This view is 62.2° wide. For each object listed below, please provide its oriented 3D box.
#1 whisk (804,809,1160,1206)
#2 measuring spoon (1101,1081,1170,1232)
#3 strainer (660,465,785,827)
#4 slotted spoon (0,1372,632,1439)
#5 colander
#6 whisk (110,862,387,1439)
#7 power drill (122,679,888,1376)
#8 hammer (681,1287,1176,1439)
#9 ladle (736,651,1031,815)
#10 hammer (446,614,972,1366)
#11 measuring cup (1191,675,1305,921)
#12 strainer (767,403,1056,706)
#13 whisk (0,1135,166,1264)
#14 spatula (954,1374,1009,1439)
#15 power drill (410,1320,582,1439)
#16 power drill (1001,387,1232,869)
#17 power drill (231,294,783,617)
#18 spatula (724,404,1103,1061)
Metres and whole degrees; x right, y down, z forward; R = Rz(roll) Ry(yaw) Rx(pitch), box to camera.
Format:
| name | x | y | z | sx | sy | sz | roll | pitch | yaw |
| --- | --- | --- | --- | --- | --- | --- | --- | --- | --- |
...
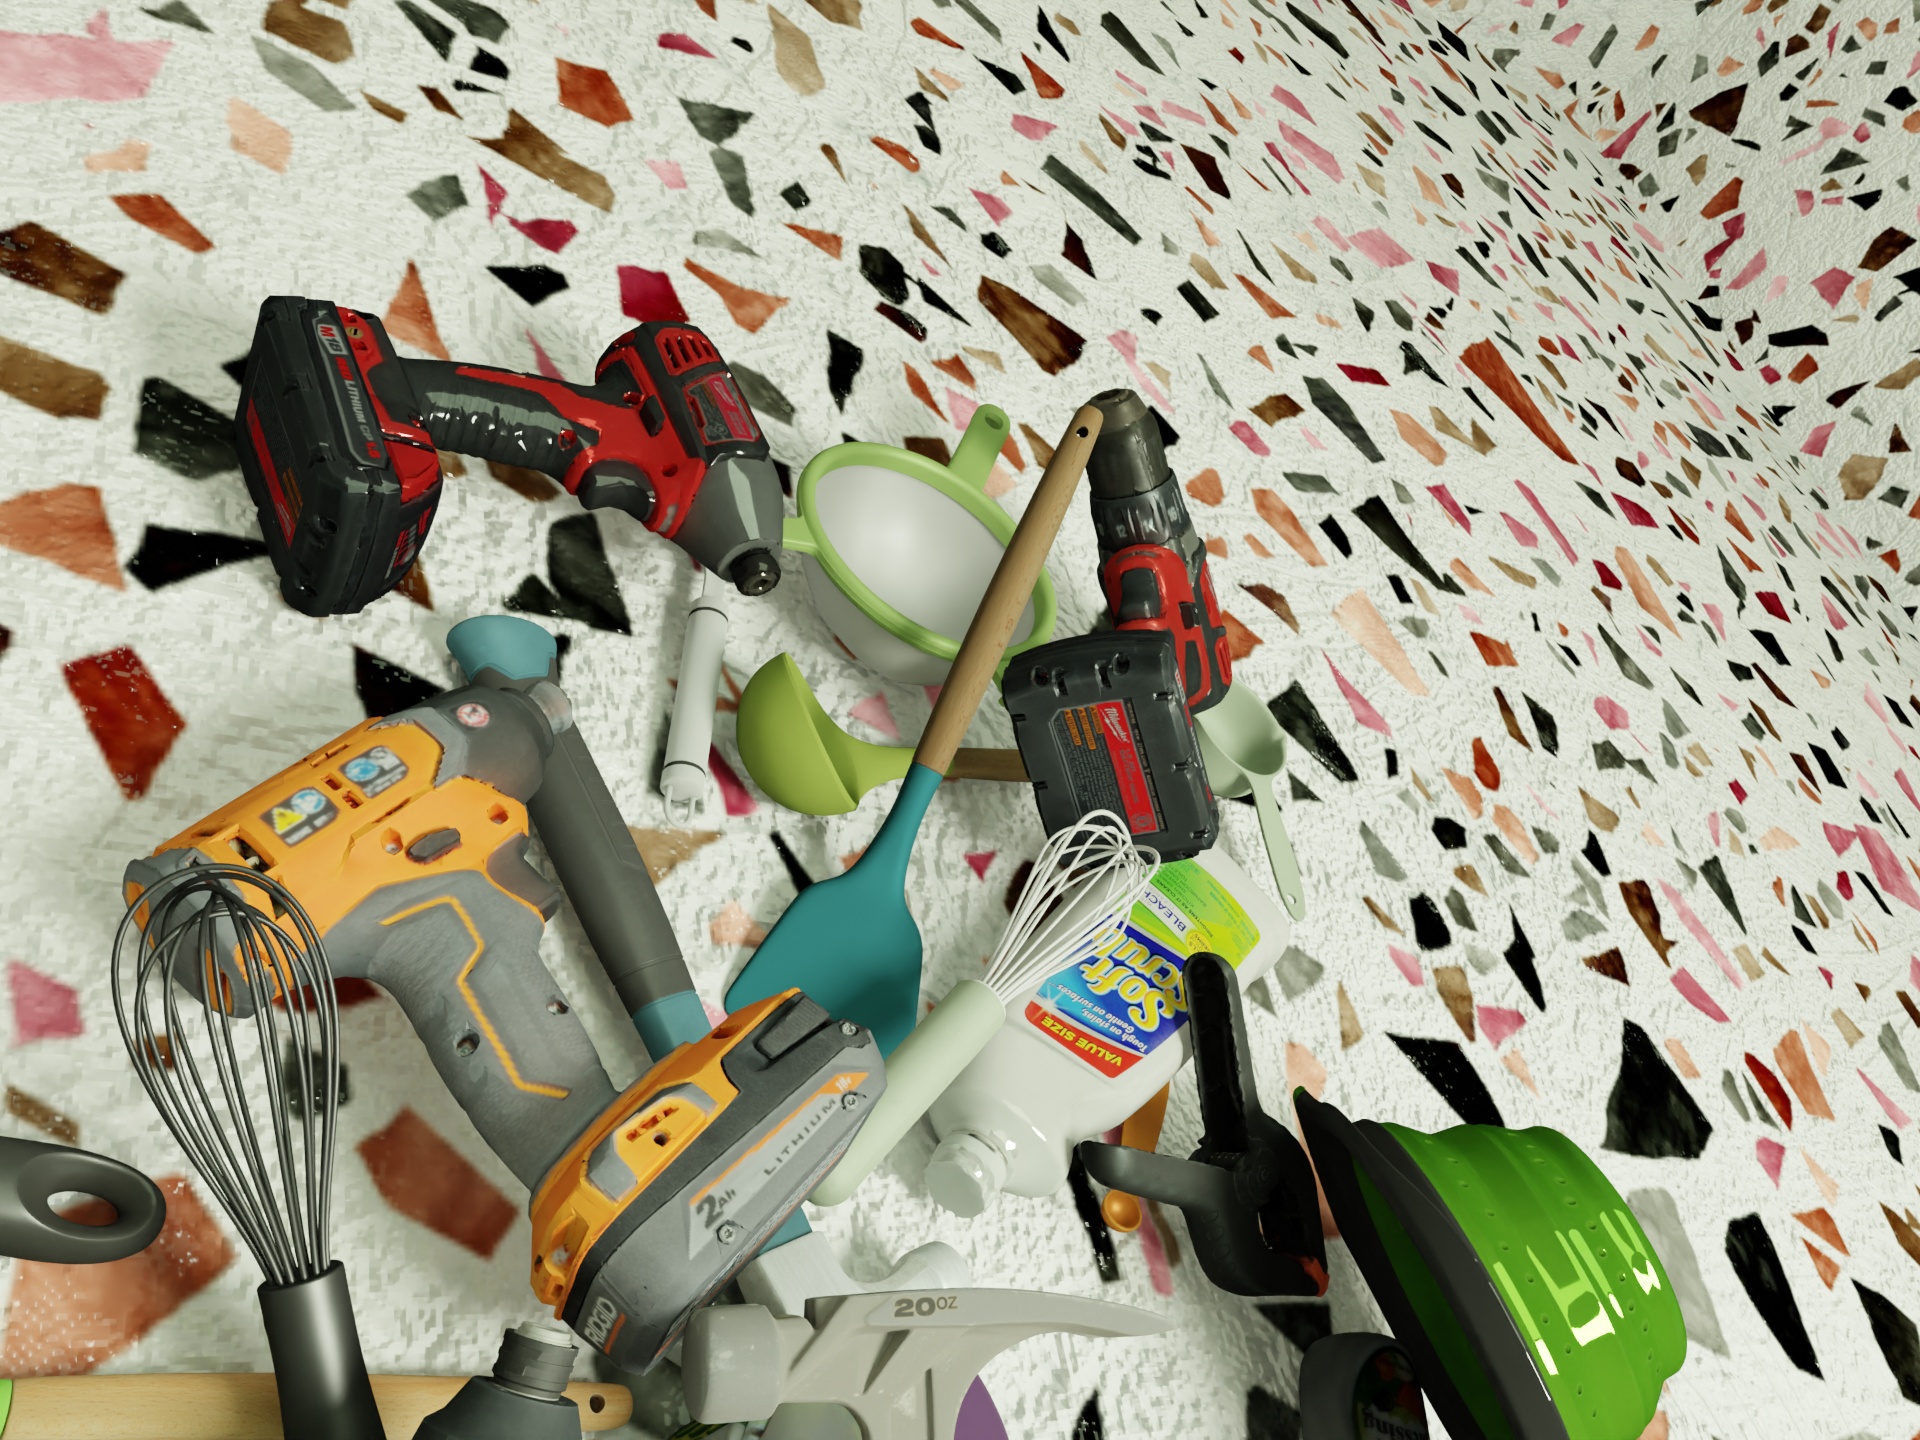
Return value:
| name | x | y | z | sx | sy | sz | roll | pitch | yaw |
| --- | --- | --- | --- | --- | --- | --- | --- | --- | --- |
| whisk | 0.012 | 0.112 | 0.651 | 0.246 | 0.058 | 0.059 | -40 | 122 | -44 |
| measuring spoon | 0.082 | 0.194 | 0.747 | 0.021 | 0.011 | 0.117 | 32 | 36 | -5 |
| strainer | -0.116 | -0.056 | 0.756 | 0.086 | 0.050 | 0.259 | 37 | 40 | -36 |
| slotted spoon | -0.233 | 0.187 | 0.436 | 0.313 | 0.031 | 0.070 | 18 | 54 | -35 |
| colander | 0.258 | 0.275 | 0.610 | 0.397 | 0.094 | 0.204 | -120 | -174 | -62 |
| whisk | -0.186 | 0.157 | 0.440 | 0.055 | 0.055 | 0.239 | -13 | 90 | -48 |
| power drill | -0.137 | 0.082 | 0.535 | 0.226 | 0.084 | 0.164 | 39 | 49 | 11 |
| hammer | -0.004 | 0.340 | 0.419 | 0.149 | 0.036 | 0.359 | 7 | 69 | -21 |
| ladle | 0.019 | 0.015 | 0.807 | 0.320 | 0.062 | 0.078 | 5 | 51 | -45 |
| hammer | -0.119 | 0.098 | 0.615 | 0.128 | 0.033 | 0.331 | -10 | 63 | -45 |
| measuring cup | 0.163 | 0.048 | 0.930 | 0.083 | 0.038 | 0.168 | 14 | 50 | -36 |
| strainer | -0.019 | -0.098 | 0.863 | 0.151 | 0.069 | 0.256 | 33 | 35 | -9 |
| whisk | -0.346 | 0.097 | 0.387 | 0.295 | 0.073 | 0.073 | 26 | 42 | -35 |
| spatula | 0.033 | 0.361 | 0.542 | 0.059 | 0.018 | 0.316 | -1 | 57 | -39 |
| power drill | -0.202 | 0.210 | 0.368 | 0.223 | 0.080 | 0.171 | 25 | 69 | -26 |
| power drill | 0.086 | -0.052 | 0.810 | 0.227 | 0.080 | 0.187 | -65 | 142 | -57 |
| power drill | -0.180 | -0.109 | 0.683 | 0.219 | 0.078 | 0.143 | -8 | 60 | -39 |
| spatula | -0.001 | -0.002 | 0.697 | 0.082 | 0.044 | 0.317 | 25 | 80 | -3 |
